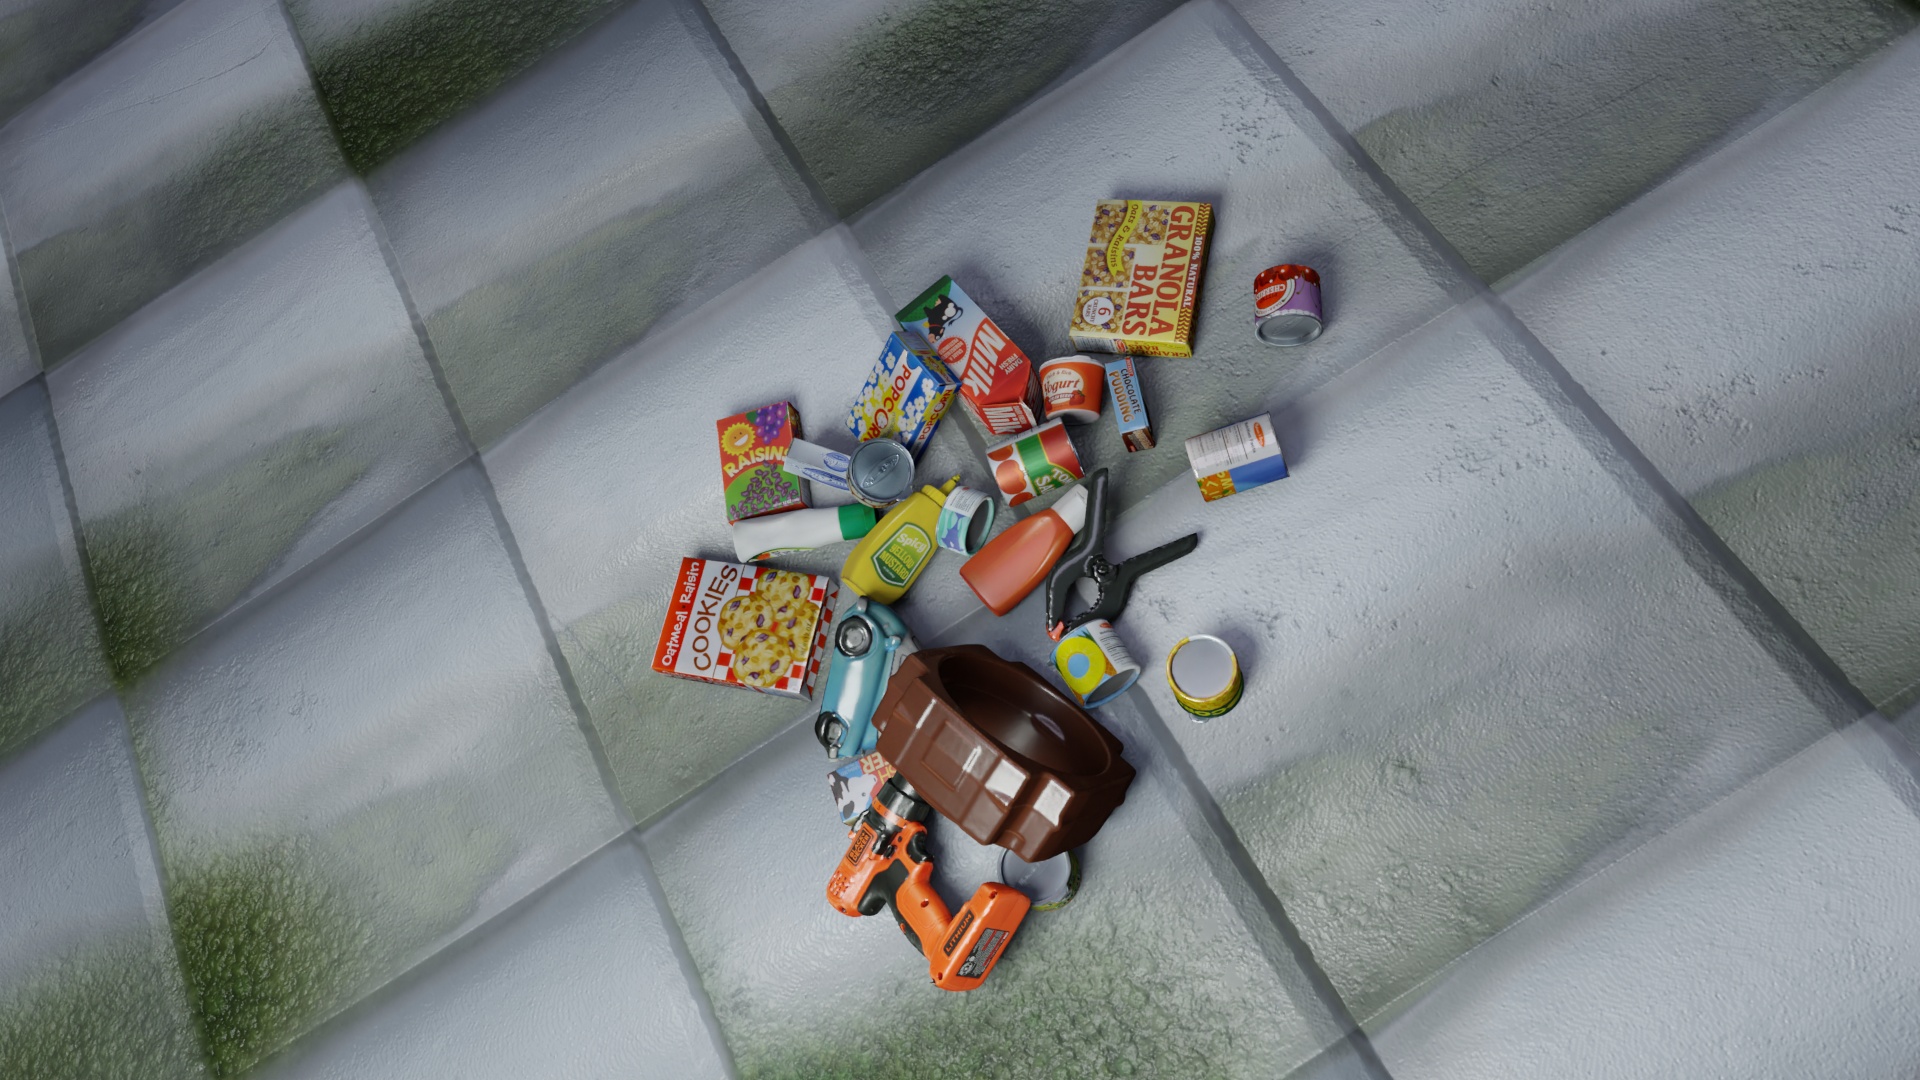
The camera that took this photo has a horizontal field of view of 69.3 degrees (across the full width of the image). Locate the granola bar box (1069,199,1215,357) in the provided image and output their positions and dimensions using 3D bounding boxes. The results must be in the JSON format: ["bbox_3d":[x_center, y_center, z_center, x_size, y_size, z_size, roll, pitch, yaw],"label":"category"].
[{"bbox_3d":[0.190,-0.273,1.446,0.124,0.039,0.166,7,71,19],"label":"granola bar box"}]

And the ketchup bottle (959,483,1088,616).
[{"bbox_3d":[0.072,0.005,1.366,0.149,0.043,0.065,-41,65,-3],"label":"ketchup bottle"}]

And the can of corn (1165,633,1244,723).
[{"bbox_3d":[0.223,0.126,1.268,0.071,0.058,0.071,-6,68,14],"label":"can of corn"}]

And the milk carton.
[{"bbox_3d":[0.021,-0.180,1.438,0.073,0.072,0.191,-39,64,-2],"label":"milk carton"}]

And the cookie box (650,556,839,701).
[{"bbox_3d":[-0.220,0.089,1.418,0.167,0.040,0.123,7,71,17],"label":"cookie box"}]

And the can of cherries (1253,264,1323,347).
[{"bbox_3d":[0.323,-0.233,1.375,0.071,0.071,0.058,-3,68,15],"label":"can of cherries"}]

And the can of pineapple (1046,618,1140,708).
[{"bbox_3d":[0.125,0.116,1.296,0.071,0.071,0.058,-35,64,1],"label":"can of pineapple"}]

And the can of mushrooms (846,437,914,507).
[{"bbox_3d":[-0.079,-0.065,1.389,0.071,0.033,0.071,2,79,-10],"label":"can of mushrooms"}]

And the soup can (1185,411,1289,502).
[{"bbox_3d":[0.266,-0.078,1.333,0.083,0.071,0.071,-18,65,13],"label":"soup can"}]

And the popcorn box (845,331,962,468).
[{"bbox_3d":[-0.060,-0.140,1.427,0.085,0.038,0.126,51,128,26],"label":"popcorn box"}]

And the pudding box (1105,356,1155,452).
[{"bbox_3d":[0.170,-0.136,1.391,0.030,0.049,0.084,-15,66,12],"label":"pudding box"}]

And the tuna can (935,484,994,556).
[{"bbox_3d":[0.005,-0.017,1.384,0.033,0.071,0.071,20,76,21],"label":"tuna can"}]

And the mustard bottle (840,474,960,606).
[{"bbox_3d":[-0.051,-0.008,1.395,0.160,0.065,0.049,-52,23,-11],"label":"mustard bottle"}]

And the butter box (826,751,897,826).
[{"bbox_3d":[-0.071,0.228,1.329,0.103,0.024,0.053,-25,65,5],"label":"butter box"}]

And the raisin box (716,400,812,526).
[{"bbox_3d":[-0.209,-0.079,1.482,0.086,0.040,0.124,-15,67,10],"label":"raisin box"}]

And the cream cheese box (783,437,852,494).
[{"bbox_3d":[-0.129,-0.072,1.427,0.104,0.053,0.024,19,75,-6],"label":"cream cheese box"}]

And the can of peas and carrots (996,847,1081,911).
[{"bbox_3d":[0.073,0.297,1.242,0.071,0.058,0.071,-5,69,14],"label":"can of peas and carrots"}]

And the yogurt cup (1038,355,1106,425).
[{"bbox_3d":[0.114,-0.150,1.406,0.072,0.072,0.054,-3,77,15],"label":"yogurt cup"}]

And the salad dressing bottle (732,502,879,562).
[{"bbox_3d":[-0.158,-0.011,1.430,0.148,0.064,0.044,-10,88,4],"label":"salad dressing bottle"}]

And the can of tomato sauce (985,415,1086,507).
[{"bbox_3d":[0.076,-0.076,1.386,0.083,0.071,0.071,-23,65,7],"label":"can of tomato sauce"}]
